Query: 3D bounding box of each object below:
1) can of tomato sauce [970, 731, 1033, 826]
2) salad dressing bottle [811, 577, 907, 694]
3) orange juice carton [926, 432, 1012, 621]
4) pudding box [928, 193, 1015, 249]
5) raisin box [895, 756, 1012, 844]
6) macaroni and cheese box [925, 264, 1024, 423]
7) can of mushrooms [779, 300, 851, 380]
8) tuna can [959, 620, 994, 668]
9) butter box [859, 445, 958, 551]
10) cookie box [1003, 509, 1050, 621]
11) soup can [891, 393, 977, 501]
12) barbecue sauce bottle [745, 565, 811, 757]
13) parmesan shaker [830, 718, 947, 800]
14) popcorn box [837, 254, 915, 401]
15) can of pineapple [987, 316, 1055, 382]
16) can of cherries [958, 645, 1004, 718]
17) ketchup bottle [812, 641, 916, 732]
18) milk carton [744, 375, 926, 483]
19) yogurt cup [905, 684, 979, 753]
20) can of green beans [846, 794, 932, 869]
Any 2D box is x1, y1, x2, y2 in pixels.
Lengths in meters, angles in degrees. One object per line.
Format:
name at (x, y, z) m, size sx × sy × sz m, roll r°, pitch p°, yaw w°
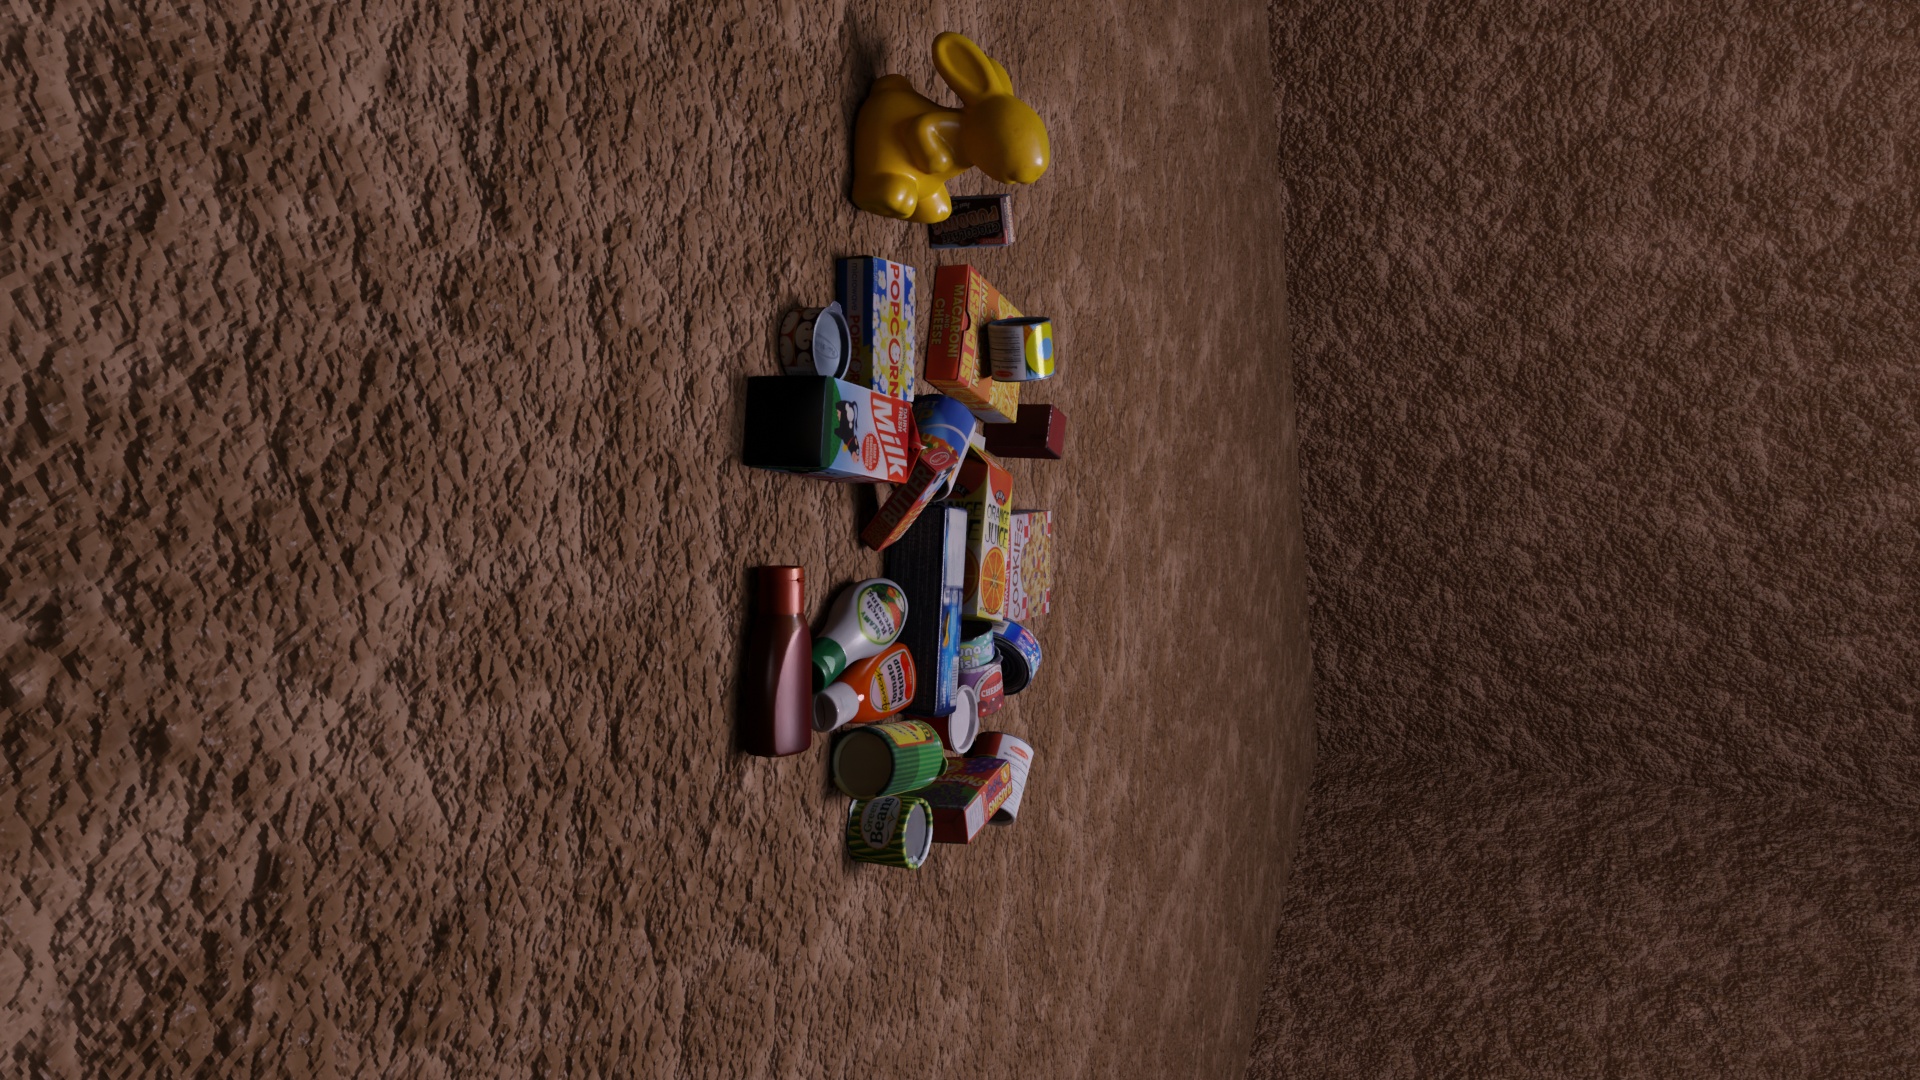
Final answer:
can of tomato sauce at (0.038, 0.261, 1.520) m, size 0.071 × 0.071 × 0.083 m, roll 63°, pitch 37°, yaw -49°
salad dressing bottle at (-0.097, 0.083, 1.206) m, size 0.064 × 0.044 × 0.148 m, roll 62°, pitch 33°, yaw -11°
orange juice carton at (0.005, -0.018, 1.406) m, size 0.072 × 0.073 × 0.193 m, roll 20°, pitch 73°, yaw -66°
pudding box at (0.011, -0.316, 1.379) m, size 0.030 × 0.083 × 0.049 m, roll -38°, pitch 128°, yaw -57°
raisin box at (-0.010, 0.255, 1.379) m, size 0.124 × 0.086 × 0.040 m, roll -32°, pitch 116°, yaw -63°
macaroni and cheese box at (0.019, -0.204, 1.464) m, size 0.166 × 0.040 × 0.124 m, roll 26°, pitch 67°, yaw -65°
can of mushrooms at (-0.119, -0.163, 1.150) m, size 0.071 × 0.033 × 0.071 m, roll 1°, pitch 91°, yaw -66°
tuna can at (0.002, 0.105, 1.414) m, size 0.071 × 0.071 × 0.032 m, roll -39°, pitch 128°, yaw -61°
butter box at (-0.047, -0.038, 1.268) m, size 0.103 × 0.024 × 0.053 m, roll -51°, pitch 173°, yaw 25°
cookie box at (0.058, 0.028, 1.576) m, size 0.168 × 0.040 × 0.123 m, roll -7°, pitch 98°, yaw -67°
soup can at (-0.030, -0.090, 1.331) m, size 0.071 × 0.071 × 0.084 m, roll 68°, pitch 34°, yaw -45°
barbecue sauce bottle at (-0.143, 0.094, 1.105) m, size 0.065 × 0.043 × 0.148 m, roll -3°, pitch 94°, yaw -67°
parmesan shaker at (-0.063, 0.199, 1.265) m, size 0.103 × 0.071 × 0.071 m, roll 10°, pitch 83°, yaw -67°
popcorn box at (-0.075, -0.187, 1.245) m, size 0.085 × 0.038 × 0.126 m, roll -8°, pitch 99°, yaw -67°
can of pineapple at (0.063, -0.197, 1.428) m, size 0.071 × 0.071 × 0.057 m, roll -38°, pitch 127°, yaw -61°
can of cherries at (0.013, 0.145, 1.441) m, size 0.072 × 0.071 × 0.058 m, roll -42°, pitch 130°, yaw -59°
ketchup bottle at (-0.090, 0.134, 1.235) m, size 0.149 × 0.043 × 0.064 m, roll -19°, pitch 104°, yaw -65°
milk carton at (-0.098, -0.087, 1.158) m, size 0.191 × 0.072 × 0.073 m, roll 8°, pitch 84°, yaw -67°
yogurt cup at (-0.020, 0.177, 1.389) m, size 0.072 × 0.054 × 0.072 m, roll 1°, pitch 91°, yaw -67°
can of green beans at (-0.065, 0.268, 1.286) m, size 0.071 × 0.058 × 0.071 m, roll 1°, pitch 91°, yaw -67°
